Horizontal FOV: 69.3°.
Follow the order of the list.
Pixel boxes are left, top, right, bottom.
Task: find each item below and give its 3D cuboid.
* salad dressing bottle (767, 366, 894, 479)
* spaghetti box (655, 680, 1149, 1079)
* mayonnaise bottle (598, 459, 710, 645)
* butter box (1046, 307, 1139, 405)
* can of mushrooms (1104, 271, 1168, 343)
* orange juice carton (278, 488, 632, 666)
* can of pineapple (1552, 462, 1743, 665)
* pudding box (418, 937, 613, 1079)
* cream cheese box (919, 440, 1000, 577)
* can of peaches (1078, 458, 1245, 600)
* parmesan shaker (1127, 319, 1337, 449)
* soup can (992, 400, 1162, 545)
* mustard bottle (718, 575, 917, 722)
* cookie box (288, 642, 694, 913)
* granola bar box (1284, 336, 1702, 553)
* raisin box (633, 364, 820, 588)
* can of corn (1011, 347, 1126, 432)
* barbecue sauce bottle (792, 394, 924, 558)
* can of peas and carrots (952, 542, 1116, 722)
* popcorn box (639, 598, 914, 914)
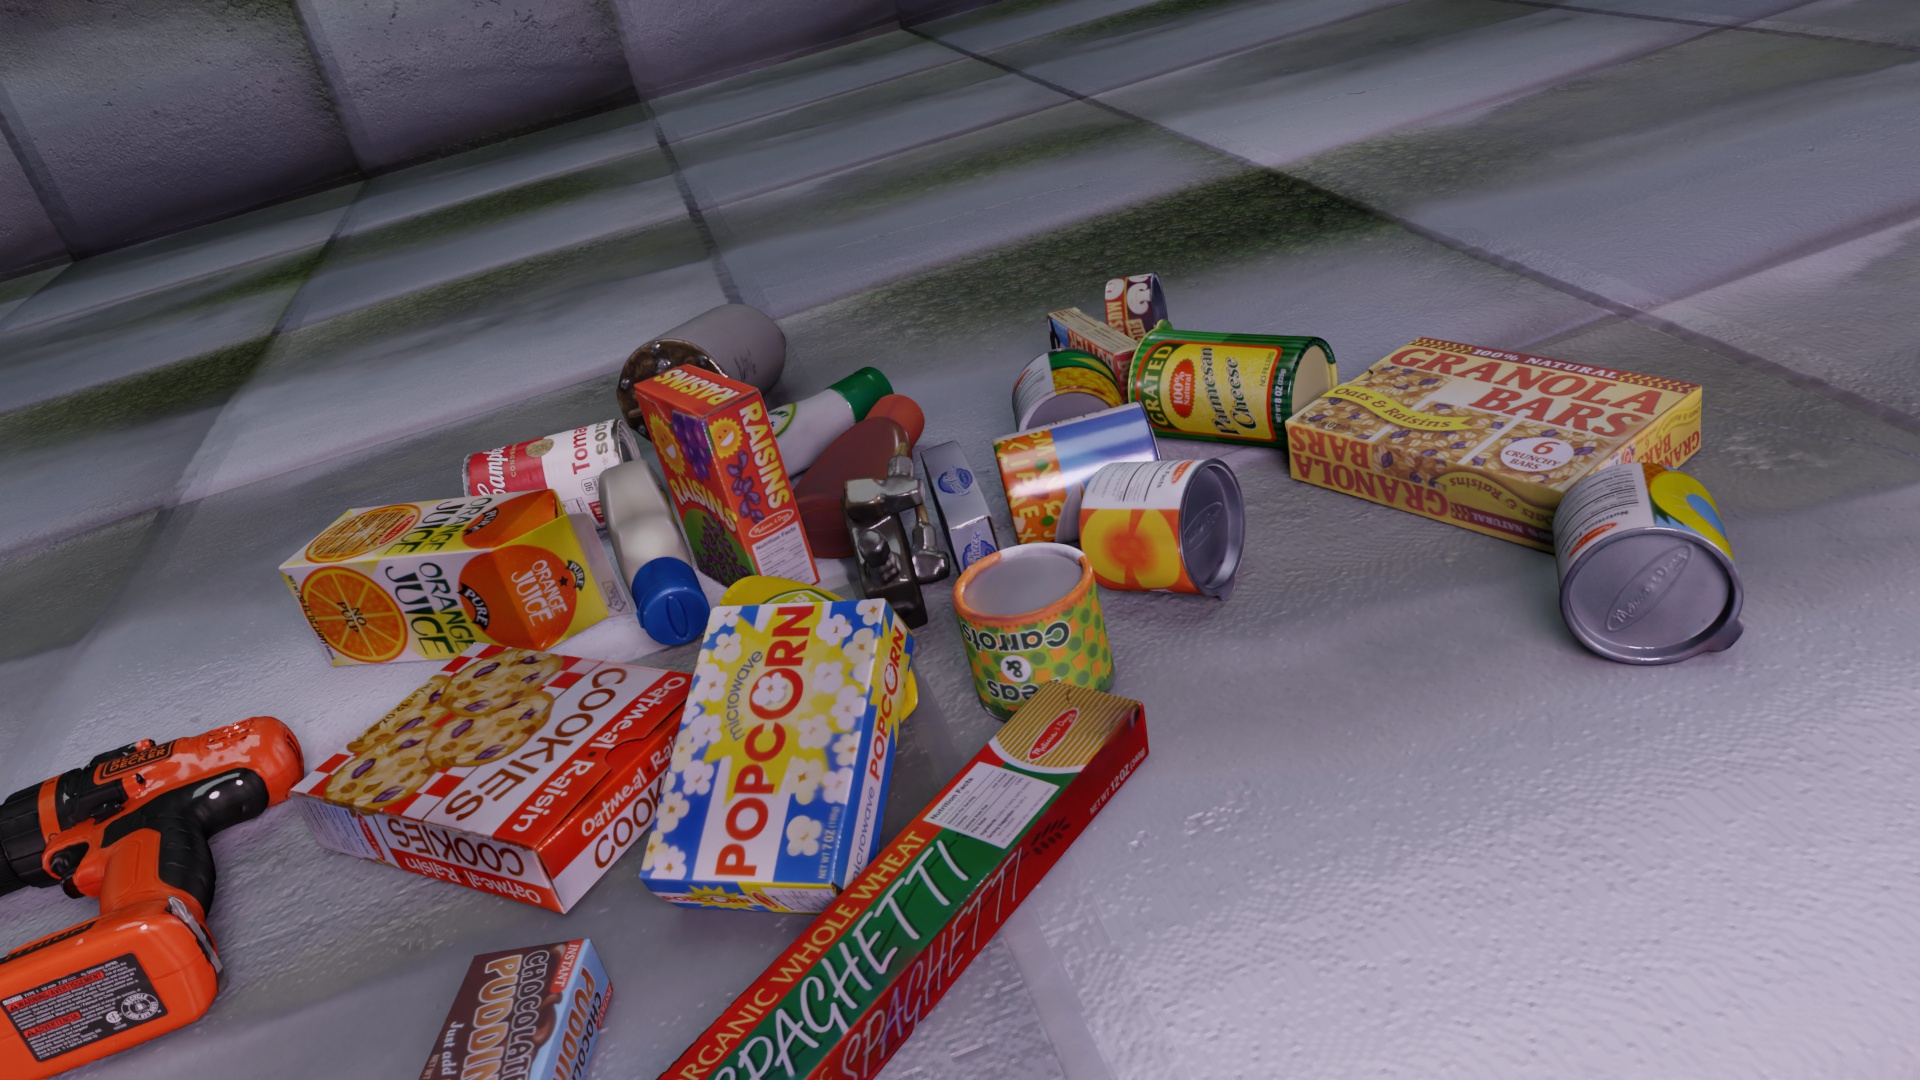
[{"bbox_3d":[-0.109,-0.070,0.926,0.148,0.043,0.064,-33,26,-32],"label":"salad dressing bottle"},{"bbox_3d":[-0.014,0.136,0.518,0.050,0.028,0.251,10,36,38],"label":"spaghetti box"},{"bbox_3d":[-0.176,0.009,0.798,0.041,0.064,0.148,-18,32,-14],"label":"mayonnaise bottle"},{"bbox_3d":[0.090,-0.113,0.901,0.024,0.053,0.104,-19,29,-14],"label":"butter box"},{"bbox_3d":[0.119,-0.144,0.929,0.033,0.070,0.071,-6,29,16],"label":"can of mushrooms"},{"bbox_3d":[-0.288,0.020,0.815,0.192,0.071,0.073,-5,29,18],"label":"orange juice carton"},{"bbox_3d":[0.283,0.010,0.575,0.071,0.070,0.058,-3,30,21],"label":"can of pineapple"},{"bbox_3d":[-0.160,0.185,0.496,0.049,0.030,0.084,-9,28,8],"label":"pudding box"},{"bbox_3d":[0.003,-0.009,0.752,0.024,0.053,0.104,-18,28,-2],"label":"cream cheese box"},{"bbox_3d":[0.100,-0.005,0.684,0.058,0.071,0.071,1,31,38],"label":"can of peaches"},{"bbox_3d":[0.159,-0.091,0.809,0.103,0.071,0.072,9,36,37],"label":"parmesan shaker"},{"bbox_3d":[0.066,-0.032,0.753,0.084,0.071,0.071,-14,28,2],"label":"soup can"},{"bbox_3d":[-0.084,0.051,0.687,0.065,0.048,0.160,-30,32,-24],"label":"mustard bottle"},{"bbox_3d":[-0.211,0.105,0.657,0.167,0.040,0.123,4,33,31],"label":"cookie box"},{"bbox_3d":[0.274,-0.056,0.725,0.125,0.039,0.166,-30,32,-28],"label":"granola bar box"},{"bbox_3d":[-0.132,-0.031,0.780,0.040,0.122,0.086,-30,32,-27],"label":"raisin box"},{"bbox_3d":[0.068,-0.073,0.827,0.071,0.071,0.058,-12,28,5],"label":"can of corn"},{"bbox_3d":[-0.058,-0.044,0.855,0.065,0.043,0.149,-4,29,18],"label":"barbecue sauce bottle"},{"bbox_3d":[0.033,0.043,0.636,0.071,0.058,0.071,-12,28,6],"label":"can of peas and carrots"},{"bbox_3d":[-0.073,0.088,0.574,0.085,0.038,0.127,-4,56,20],"label":"popcorn box"}]
